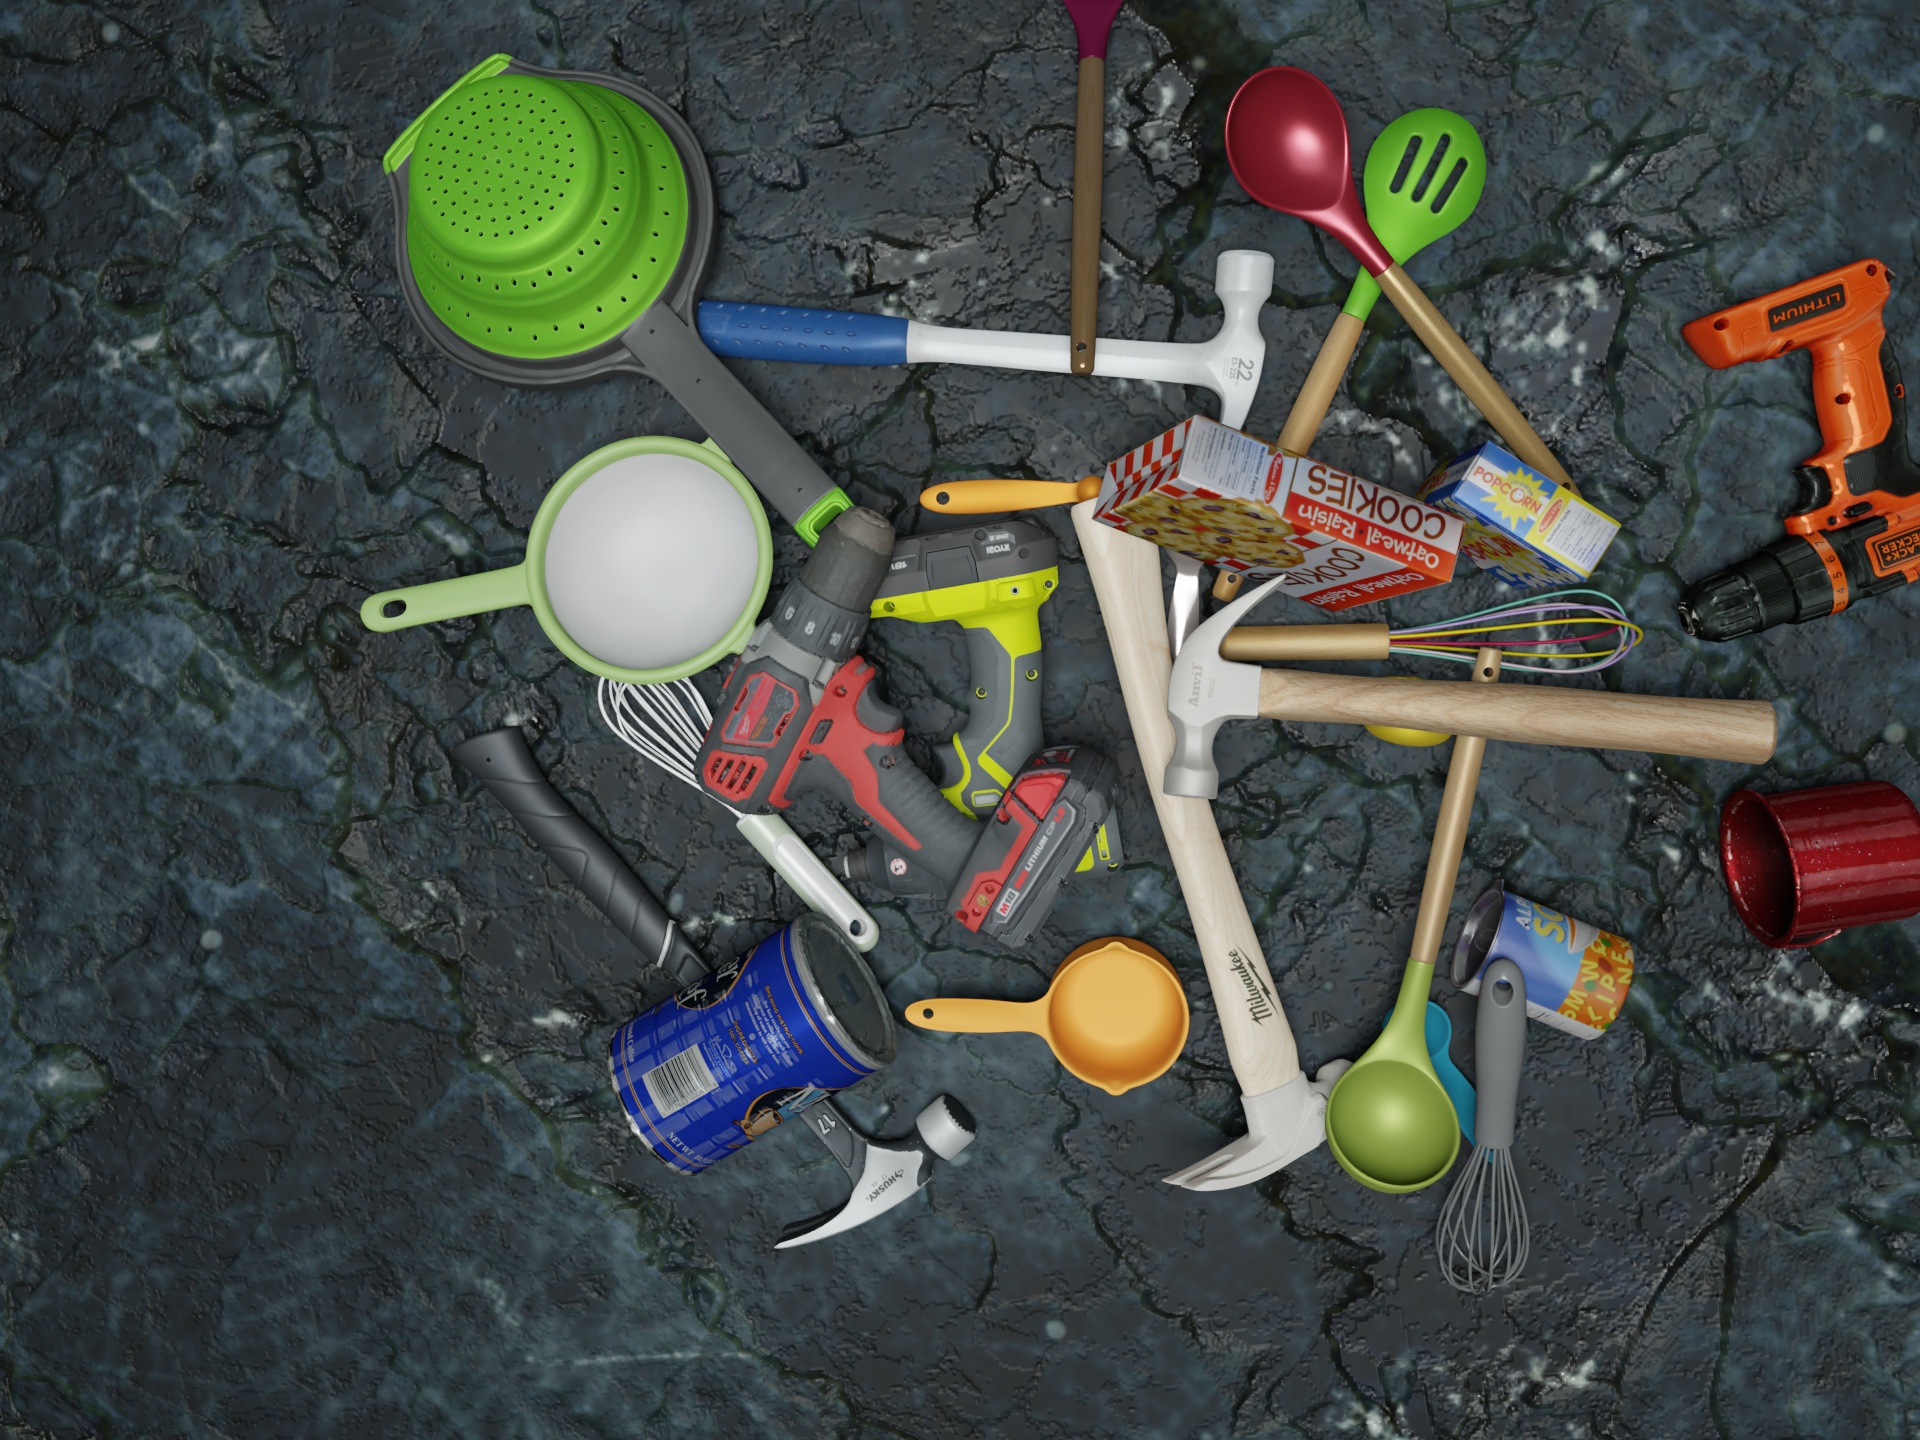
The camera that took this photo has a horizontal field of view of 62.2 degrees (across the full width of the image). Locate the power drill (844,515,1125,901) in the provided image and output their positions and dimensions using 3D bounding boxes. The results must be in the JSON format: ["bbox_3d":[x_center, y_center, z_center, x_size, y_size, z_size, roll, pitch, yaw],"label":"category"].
[{"bbox_3d":[-0.002,-0.003,0.967,0.171,0.080,0.223,-9,98,7],"label":"power drill"}]

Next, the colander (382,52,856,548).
[{"bbox_3d":[-0.196,-0.245,0.913,0.204,0.094,0.397,-43,80,0],"label":"colander"}]

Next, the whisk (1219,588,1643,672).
[{"bbox_3d":[0.278,-0.050,0.949,0.245,0.047,0.051,0,97,9],"label":"whisk"}]

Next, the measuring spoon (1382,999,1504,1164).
[{"bbox_3d":[0.304,0.224,0.990,0.042,0.021,0.128,-33,101,7],"label":"measuring spoon"}]

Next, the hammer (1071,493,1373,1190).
[{"bbox_3d":[0.130,0.068,0.944,0.146,0.038,0.410,-18,93,-30],"label":"hammer"}]

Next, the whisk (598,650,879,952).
[{"bbox_3d":[-0.137,0.052,1.002,0.058,0.059,0.246,-43,95,-19],"label":"whisk"}]

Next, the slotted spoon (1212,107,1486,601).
[{"bbox_3d":[0.224,-0.214,0.946,0.070,0.031,0.313,25,99,0],"label":"slotted spoon"}]

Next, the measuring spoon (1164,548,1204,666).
[{"bbox_3d":[0.137,-0.066,0.973,0.034,0.018,0.124,4,97,5],"label":"measuring spoon"}]

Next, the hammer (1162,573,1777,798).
[{"bbox_3d":[0.284,-0.009,0.895,0.331,0.031,0.130,4,88,5],"label":"hammer"}]

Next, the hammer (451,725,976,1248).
[{"bbox_3d":[-0.179,0.162,1.022,0.149,0.036,0.409,-43,90,9],"label":"hammer"}]

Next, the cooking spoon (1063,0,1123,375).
[{"bbox_3d":[0.076,-0.359,0.929,0.069,0.017,0.319,2,86,7],"label":"cooking spoon"}]

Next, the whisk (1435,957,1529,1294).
[{"bbox_3d":[0.315,0.246,0.947,0.055,0.055,0.238,-1,112,6],"label":"whisk"}]

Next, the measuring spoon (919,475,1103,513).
[{"bbox_3d":[0.032,-0.139,0.979,0.117,0.011,0.021,-2,96,6],"label":"measuring spoon"}]

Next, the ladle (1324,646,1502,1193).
[{"bbox_3d":[0.275,0.115,0.919,0.078,0.062,0.320,11,95,5],"label":"ladle"}]

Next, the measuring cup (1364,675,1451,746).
[{"bbox_3d":[0.220,-0.010,0.960,0.156,0.062,0.029,7,111,16],"label":"measuring cup"}]

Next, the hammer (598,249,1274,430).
[{"bbox_3d":[-0.021,-0.223,0.965,0.405,0.035,0.144,6,96,5],"label":"hammer"}]

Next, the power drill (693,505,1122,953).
[{"bbox_3d":[-0.022,0.005,0.896,0.227,0.080,0.188,30,106,4],"label":"power drill"}]

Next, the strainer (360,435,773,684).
[{"bbox_3d":[-0.235,-0.083,0.979,0.256,0.069,0.151,-10,82,6],"label":"strainer"}]

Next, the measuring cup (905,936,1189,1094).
[{"bbox_3d":[0.055,0.178,0.991,0.173,0.052,0.095,0,96,8],"label":"measuring cup"}]

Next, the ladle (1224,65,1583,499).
[{"bbox_3d":[0.261,-0.241,0.914,0.069,0.031,0.315,-41,102,9],"label":"ladle"}]
